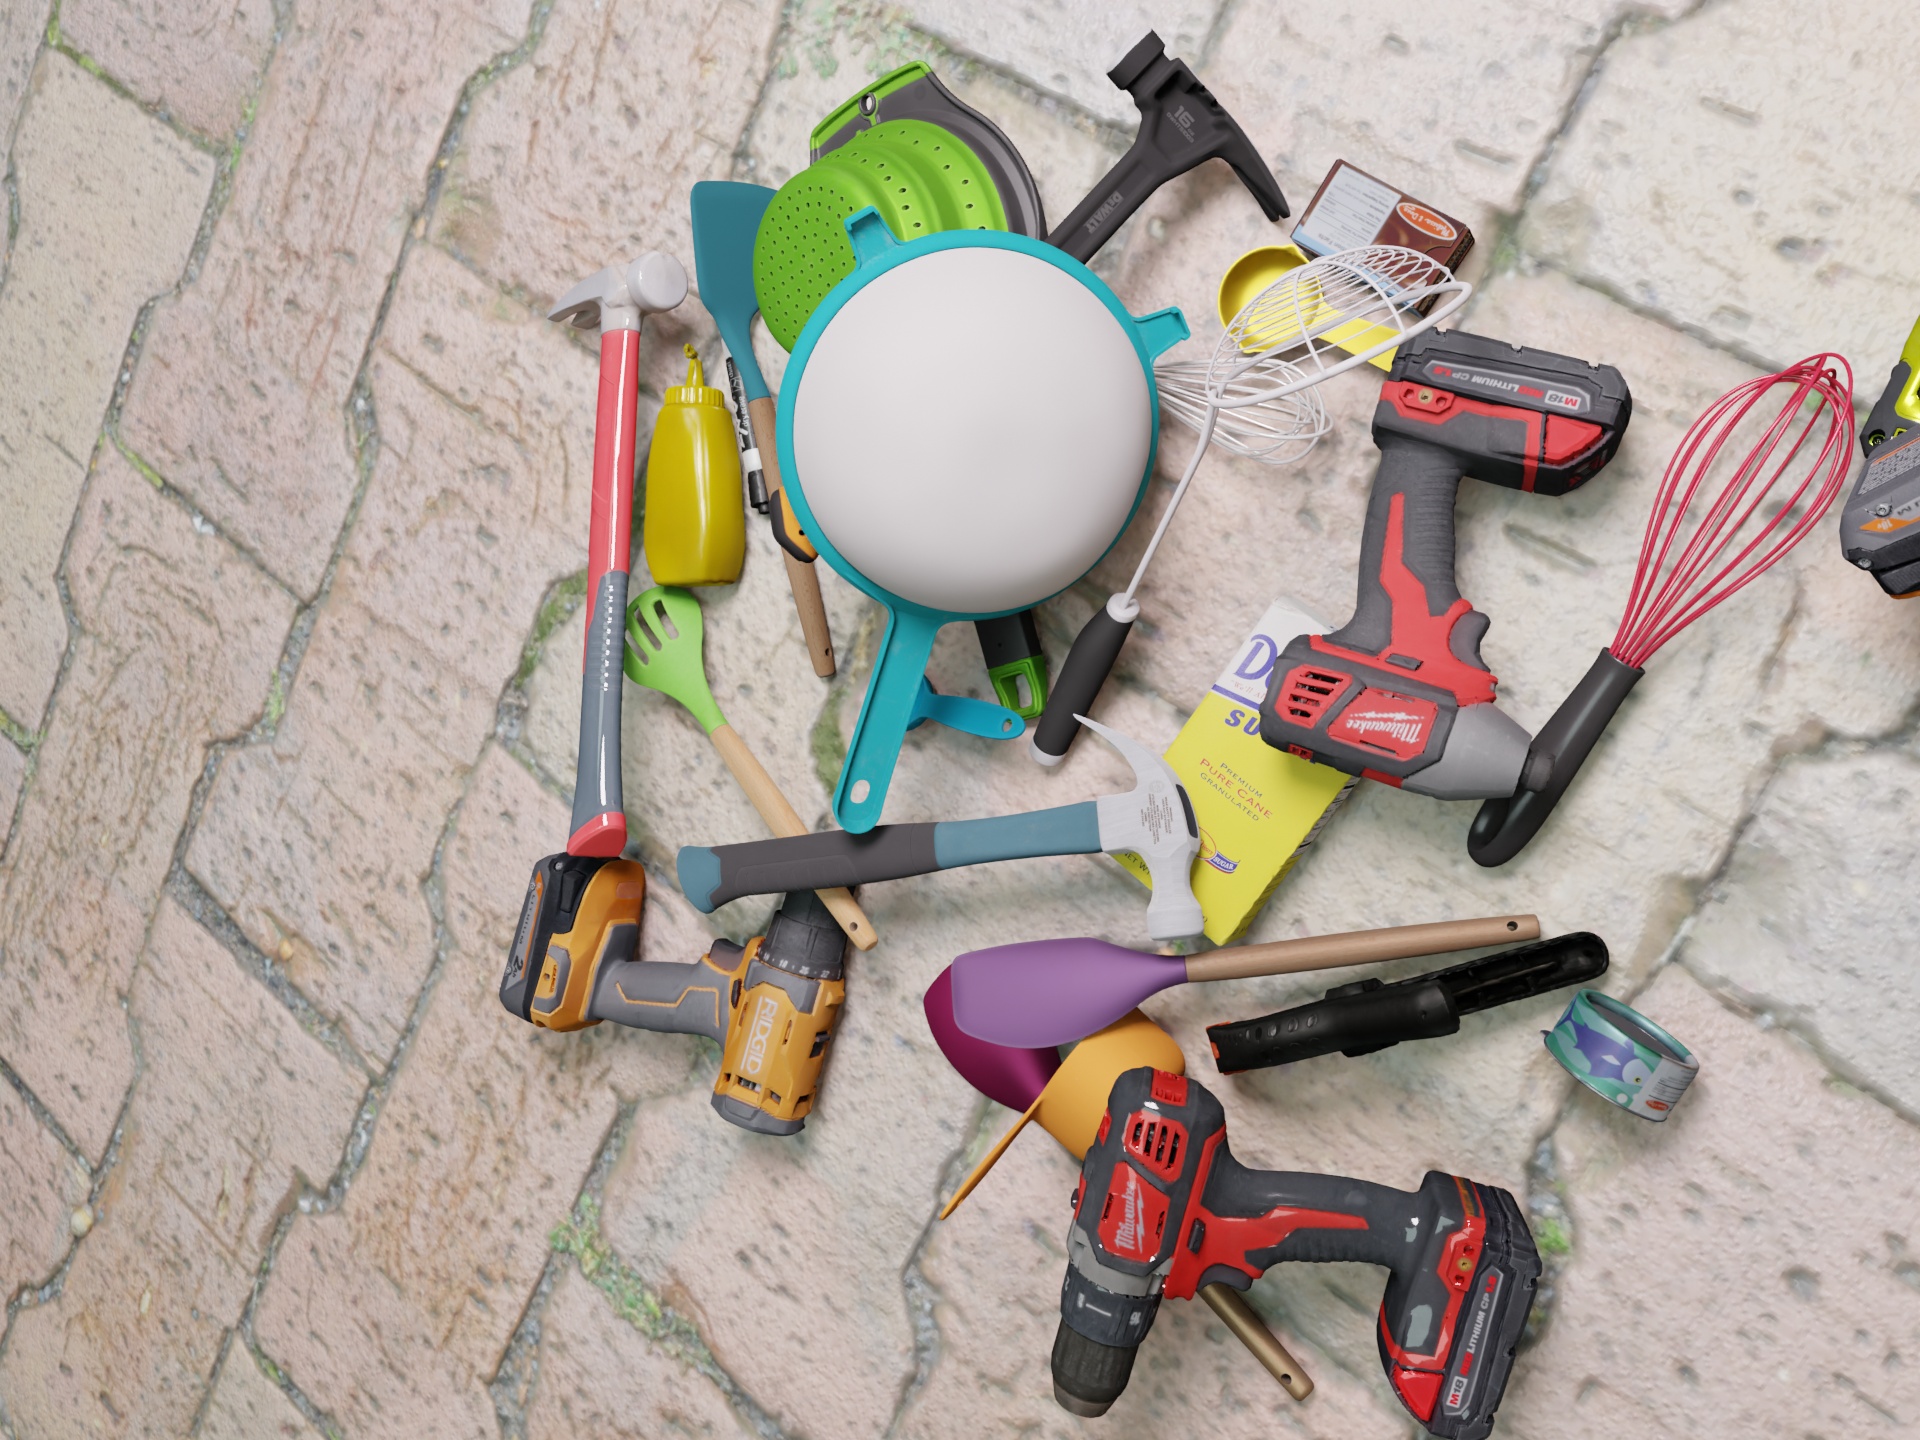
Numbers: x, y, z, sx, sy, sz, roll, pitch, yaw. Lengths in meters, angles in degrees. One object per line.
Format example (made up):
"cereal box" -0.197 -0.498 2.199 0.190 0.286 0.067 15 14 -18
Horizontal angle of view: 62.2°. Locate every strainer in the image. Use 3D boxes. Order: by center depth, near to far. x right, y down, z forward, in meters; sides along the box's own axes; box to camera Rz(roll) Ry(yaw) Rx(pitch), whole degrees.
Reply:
"strainer" -0.006 -0.083 0.838 0.211 0.095 0.340 14 105 -16

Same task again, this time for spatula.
"spatula" 0.148 0.133 0.858 0.316 0.018 0.060 -10 69 12
"spatula" -0.117 -0.184 1.025 0.044 0.082 0.317 -14 90 41

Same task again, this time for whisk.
"whisk" 0.338 -0.046 0.782 0.073 0.073 0.295 38 113 22
"whisk" 0.099 -0.197 0.913 0.246 0.059 0.057 23 129 30

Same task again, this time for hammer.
"hammer" 0.025 -0.210 0.874 0.337 0.034 0.127 -45 104 4
"hammer" -0.023 0.076 0.924 0.331 0.033 0.128 -9 76 25
"hammer" -0.239 -0.104 1.051 0.143 0.038 0.386 -3 84 51

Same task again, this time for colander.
"colander" -0.033 -0.186 0.936 0.204 0.094 0.397 -16 89 41

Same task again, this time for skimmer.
"skimmer" 0.133 -0.089 0.833 0.090 0.127 0.363 33 131 10

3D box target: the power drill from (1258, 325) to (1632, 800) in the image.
"power drill" 0.248 -0.070 0.791 0.143 0.078 0.219 19 90 19

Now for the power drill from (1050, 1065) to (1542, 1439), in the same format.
"power drill" 0.163 0.297 0.826 0.227 0.080 0.188 15 99 6

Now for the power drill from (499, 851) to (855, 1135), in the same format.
"power drill" -0.177 0.148 1.047 0.226 0.084 0.185 16 91 22

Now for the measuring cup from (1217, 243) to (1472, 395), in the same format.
"measuring cup" 0.215 -0.209 0.867 0.156 0.029 0.062 27 105 13

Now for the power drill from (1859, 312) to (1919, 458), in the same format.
"power drill" 0.530 -0.157 0.668 0.223 0.080 0.171 28 104 28

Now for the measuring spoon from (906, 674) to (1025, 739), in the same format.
"measuring spoon" -0.002 -0.003 0.963 0.129 0.021 0.042 14 81 46

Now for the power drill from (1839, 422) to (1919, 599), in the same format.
"power drill" 0.473 -0.029 0.659 0.226 0.084 0.164 49 141 -3

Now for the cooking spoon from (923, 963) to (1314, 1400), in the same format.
"cooking spoon" 0.089 0.268 0.940 0.319 0.017 0.068 45 109 20

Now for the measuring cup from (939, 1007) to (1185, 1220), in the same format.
"measuring cup" 0.061 0.230 0.876 0.052 0.173 0.095 37 142 18

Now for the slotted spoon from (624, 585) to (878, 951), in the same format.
"slotted spoon" -0.141 0.024 1.025 0.070 0.031 0.314 -42 64 8
